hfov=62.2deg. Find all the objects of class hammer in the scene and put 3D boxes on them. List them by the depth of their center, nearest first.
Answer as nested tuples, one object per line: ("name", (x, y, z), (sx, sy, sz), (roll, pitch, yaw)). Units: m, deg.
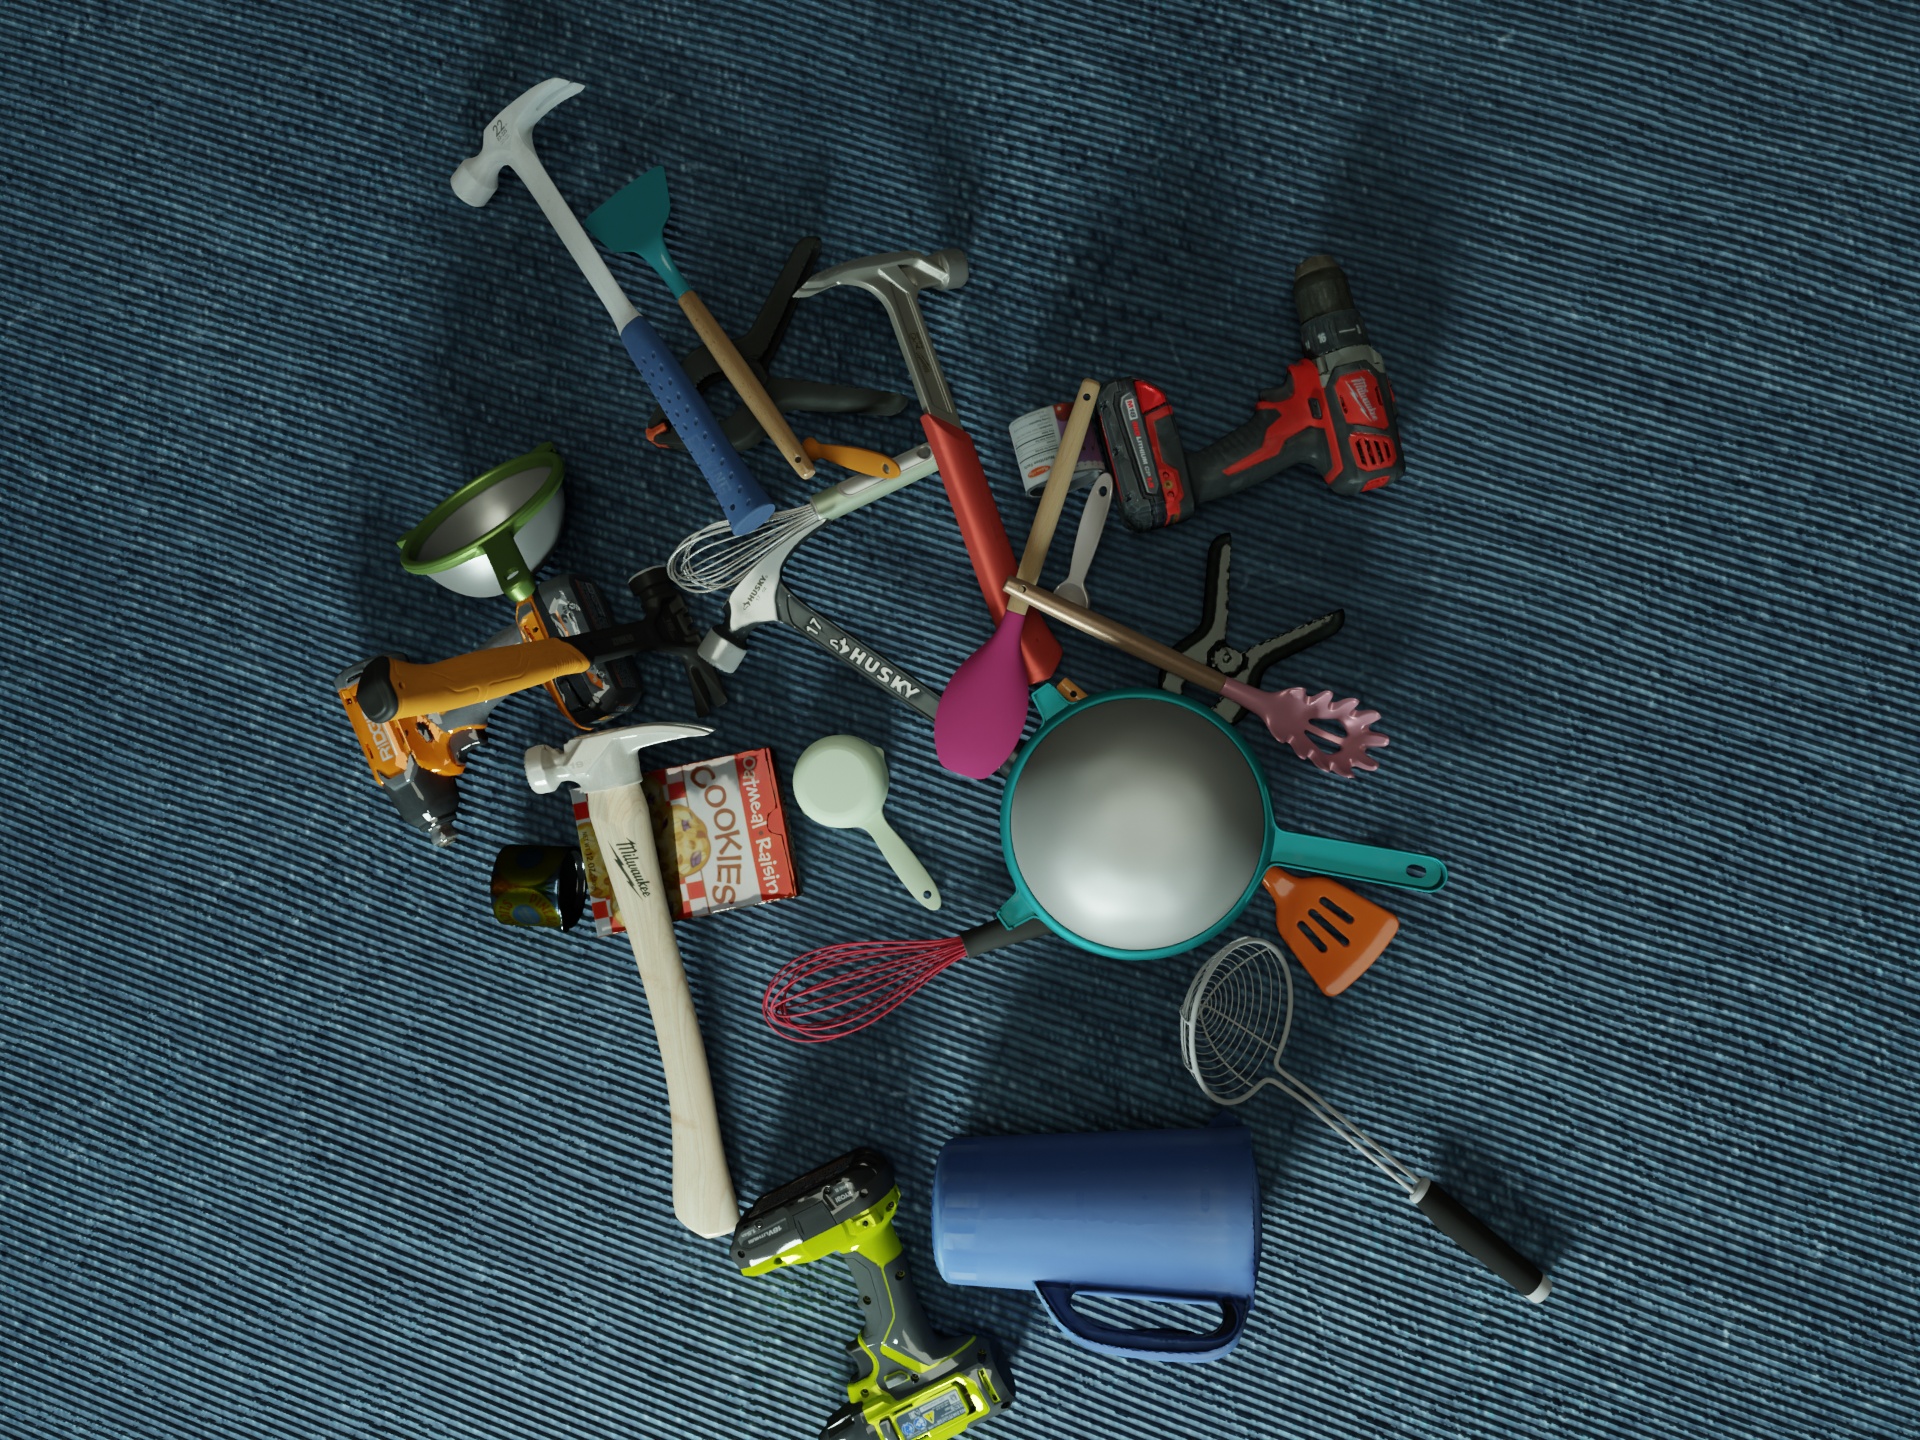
("hammer", (-0.298, -0.037, 1.162), (0.034, 0.337, 0.127), (-28, 87, 29))
("hammer", (-0.223, 0.205, 1.251), (0.146, 0.038, 0.410), (-12, 96, 3))
("hammer", (-0.007, -0.196, 1.259), (0.149, 0.037, 0.359), (-19, 90, -29))
("hammer", (-0.002, -0.004, 1.260), (0.409, 0.036, 0.149), (33, 96, 2))
("hammer", (-0.265, -0.327, 1.271), (0.144, 0.035, 0.405), (-38, 80, 29))

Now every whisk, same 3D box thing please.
("whisk", (-0.016, 0.184, 1.257), (0.296, 0.073, 0.073), (-19, 86, -2))
("whisk", (-0.124, -0.167, 1.288), (0.246, 0.059, 0.058), (-25, 59, 0))

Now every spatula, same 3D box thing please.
("spatula", (0.197, 0.078, 1.248), (0.322, 0.041, 0.081), (43, 92, 7))
("spatula", (-0.203, -0.319, 1.283), (0.082, 0.044, 0.318), (-35, 78, 4))

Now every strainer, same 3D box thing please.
("strainer", (0.194, 0.091, 1.181), (0.340, 0.095, 0.211), (9, 92, 7))
("strainer", (-0.347, -0.126, 1.235), (0.151, 0.257, 0.069), (-35, 124, -6))

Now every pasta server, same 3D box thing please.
("pasta server", (0.178, -0.039, 1.214), (0.316, 0.040, 0.060), (25, 86, -6))

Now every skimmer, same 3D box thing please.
("skimmer", (0.313, 0.311, 1.200), (0.363, 0.090, 0.127), (40, 62, 4))

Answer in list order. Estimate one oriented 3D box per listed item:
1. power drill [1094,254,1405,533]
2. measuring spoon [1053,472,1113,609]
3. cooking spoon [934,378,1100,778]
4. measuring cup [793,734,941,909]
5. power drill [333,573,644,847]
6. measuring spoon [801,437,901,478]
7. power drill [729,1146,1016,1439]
("power drill", (0.221, -0.252, 1.245), (0.226, 0.080, 0.188), (-14, 86, 2))
("measuring spoon", (0.103, -0.136, 1.262), (0.034, 0.018, 0.124), (26, 110, 31))
("cooking spoon", (0.050, -0.108, 1.223), (0.069, 0.017, 0.319), (18, 96, 2))
("measuring cup", (-0.070, 0.084, 1.272), (0.083, 0.038, 0.167), (-38, 83, 3))
("power drill", (-0.378, -0.007, 1.288), (0.226, 0.084, 0.164), (-25, 86, 8))
("measuring spoon", (-0.090, -0.208, 1.268), (0.117, 0.011, 0.021), (21, 129, 41))
("power drill", (-0.081, 0.466, 1.239), (0.171, 0.080, 0.223), (-27, 88, 3))
